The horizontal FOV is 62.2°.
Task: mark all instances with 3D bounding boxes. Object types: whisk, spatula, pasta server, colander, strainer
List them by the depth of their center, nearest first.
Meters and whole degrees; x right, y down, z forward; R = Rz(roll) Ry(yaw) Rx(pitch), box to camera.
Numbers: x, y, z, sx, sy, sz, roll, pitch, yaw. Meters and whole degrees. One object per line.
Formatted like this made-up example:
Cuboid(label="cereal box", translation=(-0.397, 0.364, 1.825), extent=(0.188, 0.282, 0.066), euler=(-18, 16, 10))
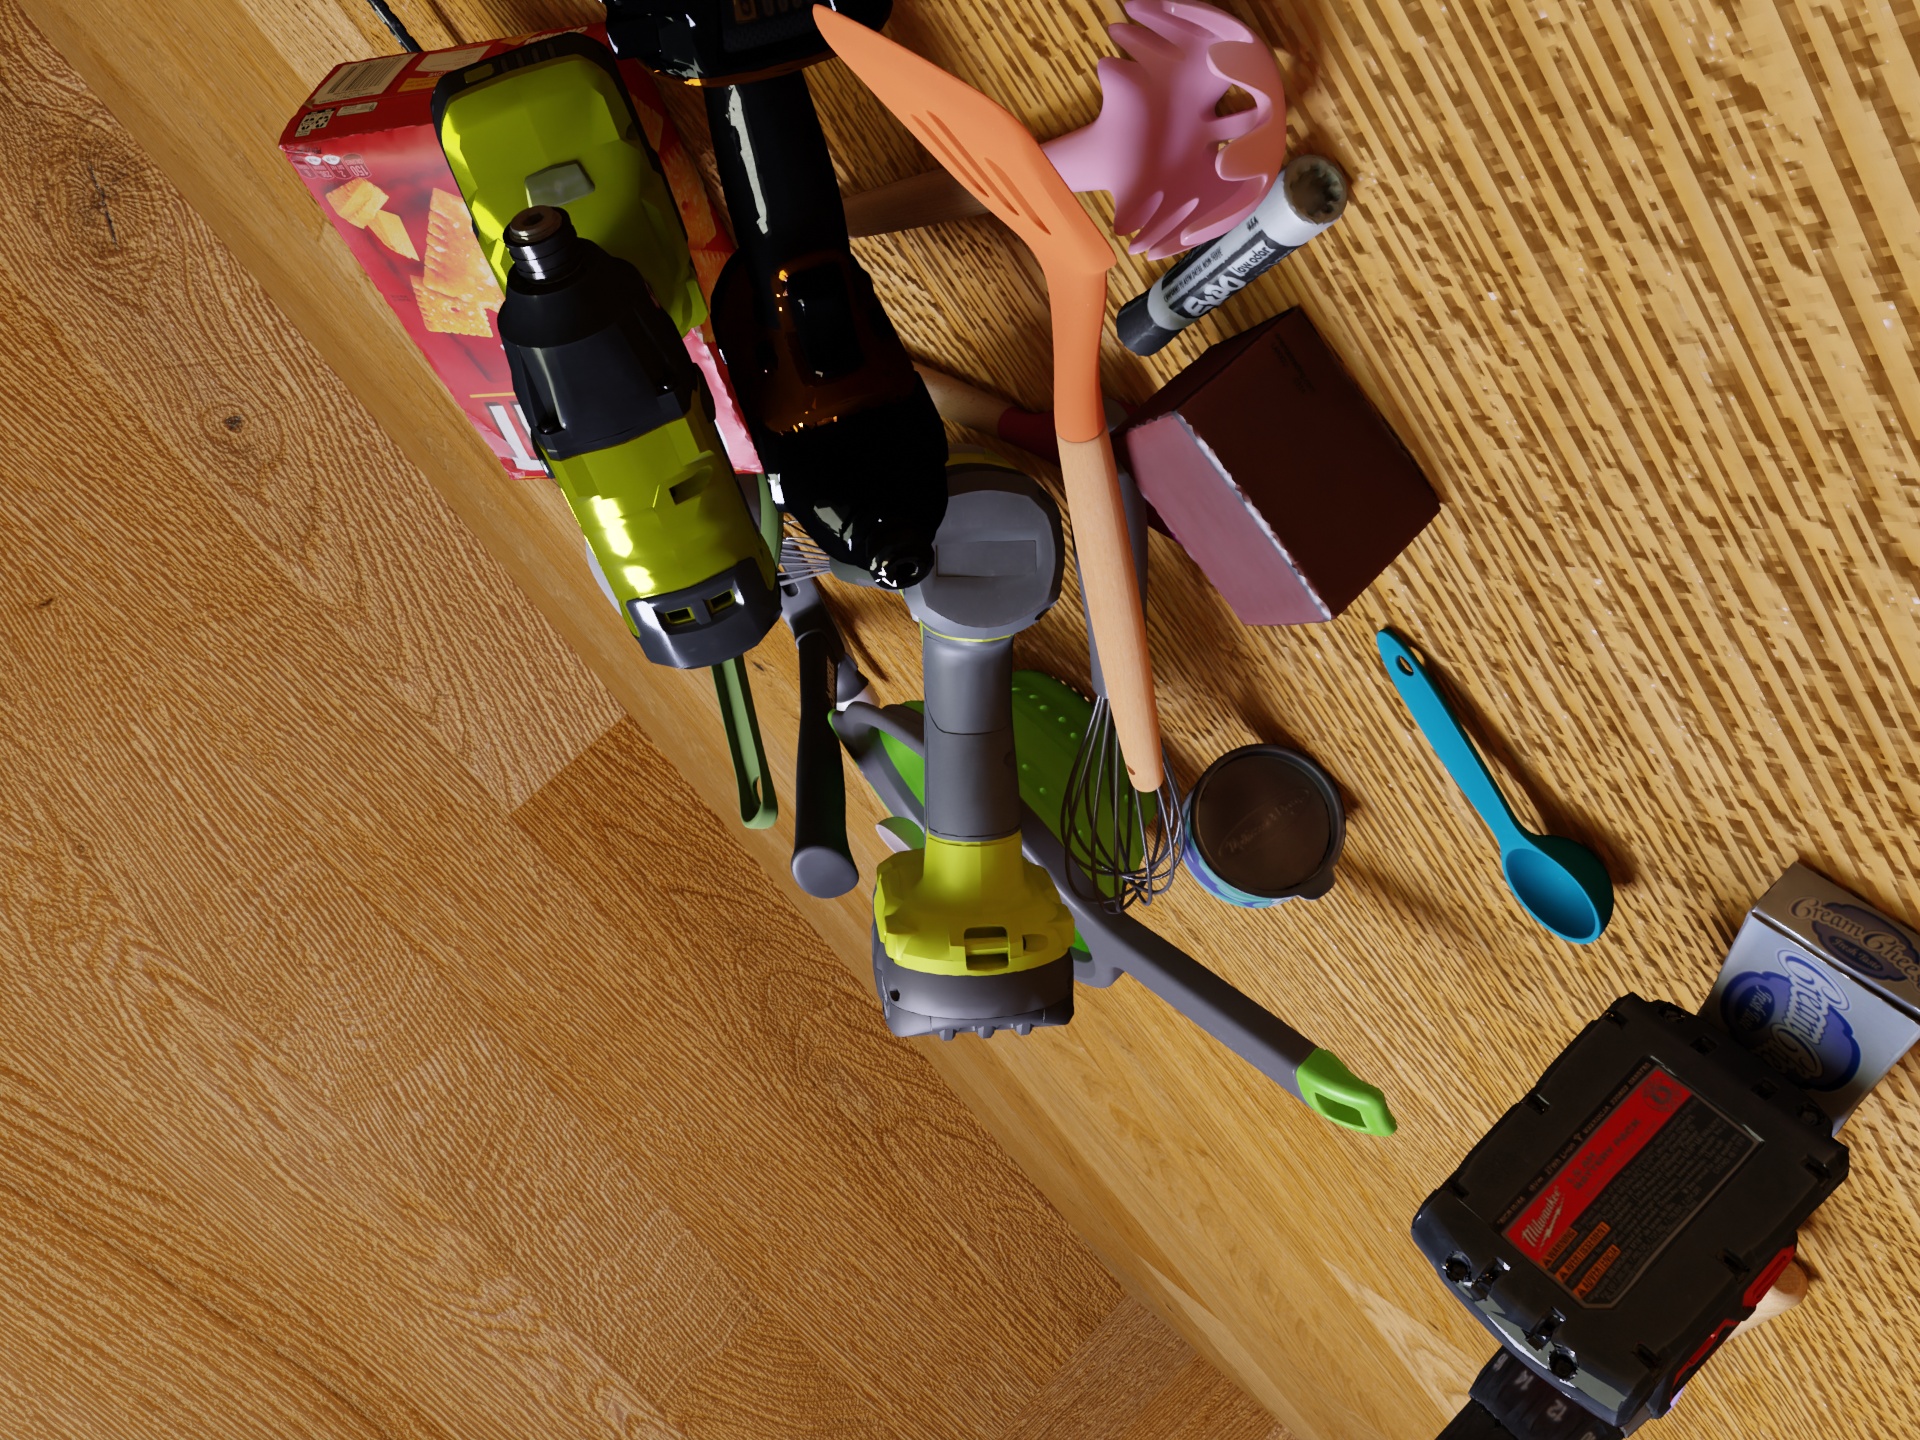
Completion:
Cuboid(label="spatula", translation=(0.032, -0.067, 0.482), extent=(0.081, 0.041, 0.322), euler=(43, 163, 35))
Cuboid(label="pasta server", translation=(0.006, -0.170, 0.504), extent=(0.316, 0.040, 0.060), euler=(23, 124, 62))
Cuboid(label="whisk", translation=(0.059, -0.015, 0.618), extent=(0.055, 0.055, 0.238), euler=(34, 143, 42))
Cuboid(label="whisk", translation=(0.343, 0.286, 0.755), extent=(0.051, 0.047, 0.244), euler=(29, 156, 19))
Cuboid(label="colander", translation=(0.084, 0.069, 0.800), extent=(0.397, 0.094, 0.204), euler=(32, 159, 48))
Cuboid(label="strainer", translation=(-0.156, -0.060, 0.876), extent=(0.151, 0.069, 0.257), euler=(-34, 63, 39))
Cuboid(label="whisk", translation=(-0.070, -0.093, 0.924), extent=(0.057, 0.059, 0.246), euler=(10, -174, -37))

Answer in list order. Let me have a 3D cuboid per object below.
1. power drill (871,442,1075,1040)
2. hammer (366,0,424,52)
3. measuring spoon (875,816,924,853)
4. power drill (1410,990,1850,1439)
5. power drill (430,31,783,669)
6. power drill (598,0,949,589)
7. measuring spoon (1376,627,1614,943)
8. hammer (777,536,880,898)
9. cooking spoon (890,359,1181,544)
Cuboid(label="power drill", translation=(-0.001, -0.002, 0.667), extent=(0.191, 0.080, 0.228), euler=(-118, 26, -75))
Cuboid(label="hammer", translation=(-0.258, -0.311, 0.877), extent=(0.408, 0.036, 0.149), euler=(53, 176, -30))
Cuboid(label="measuring spoon", translation=(0.001, 0.082, 0.868), extent=(0.124, 0.018, 0.034), euler=(27, 156, 38))
Cuboid(label="power drill", translation=(0.219, 0.209, 0.559), extent=(0.080, 0.188, 0.226), euler=(41, 171, 36))
Cuboid(label="power drill", translation=(-0.131, -0.149, 0.580), extent=(0.171, 0.080, 0.223), euler=(73, 175, -48))
Cuboid(label="power drill", translation=(-0.050, -0.155, 0.484), extent=(0.226, 0.084, 0.164), euler=(80, 170, -50))
Cuboid(label="measuring spoon", translation=(0.186, 0.018, 0.547), extent=(0.128, 0.021, 0.042), euler=(57, 165, -1))
Cuboid(label="hammer", translation=(-0.088, 0.002, 0.963), extent=(0.335, 0.035, 0.146), euler=(-101, -15, -64))
Cuboid(label="cooking spoon", translation=(0.004, -0.129, 0.659), extent=(0.319, 0.017, 0.068), euler=(33, 160, 42))
